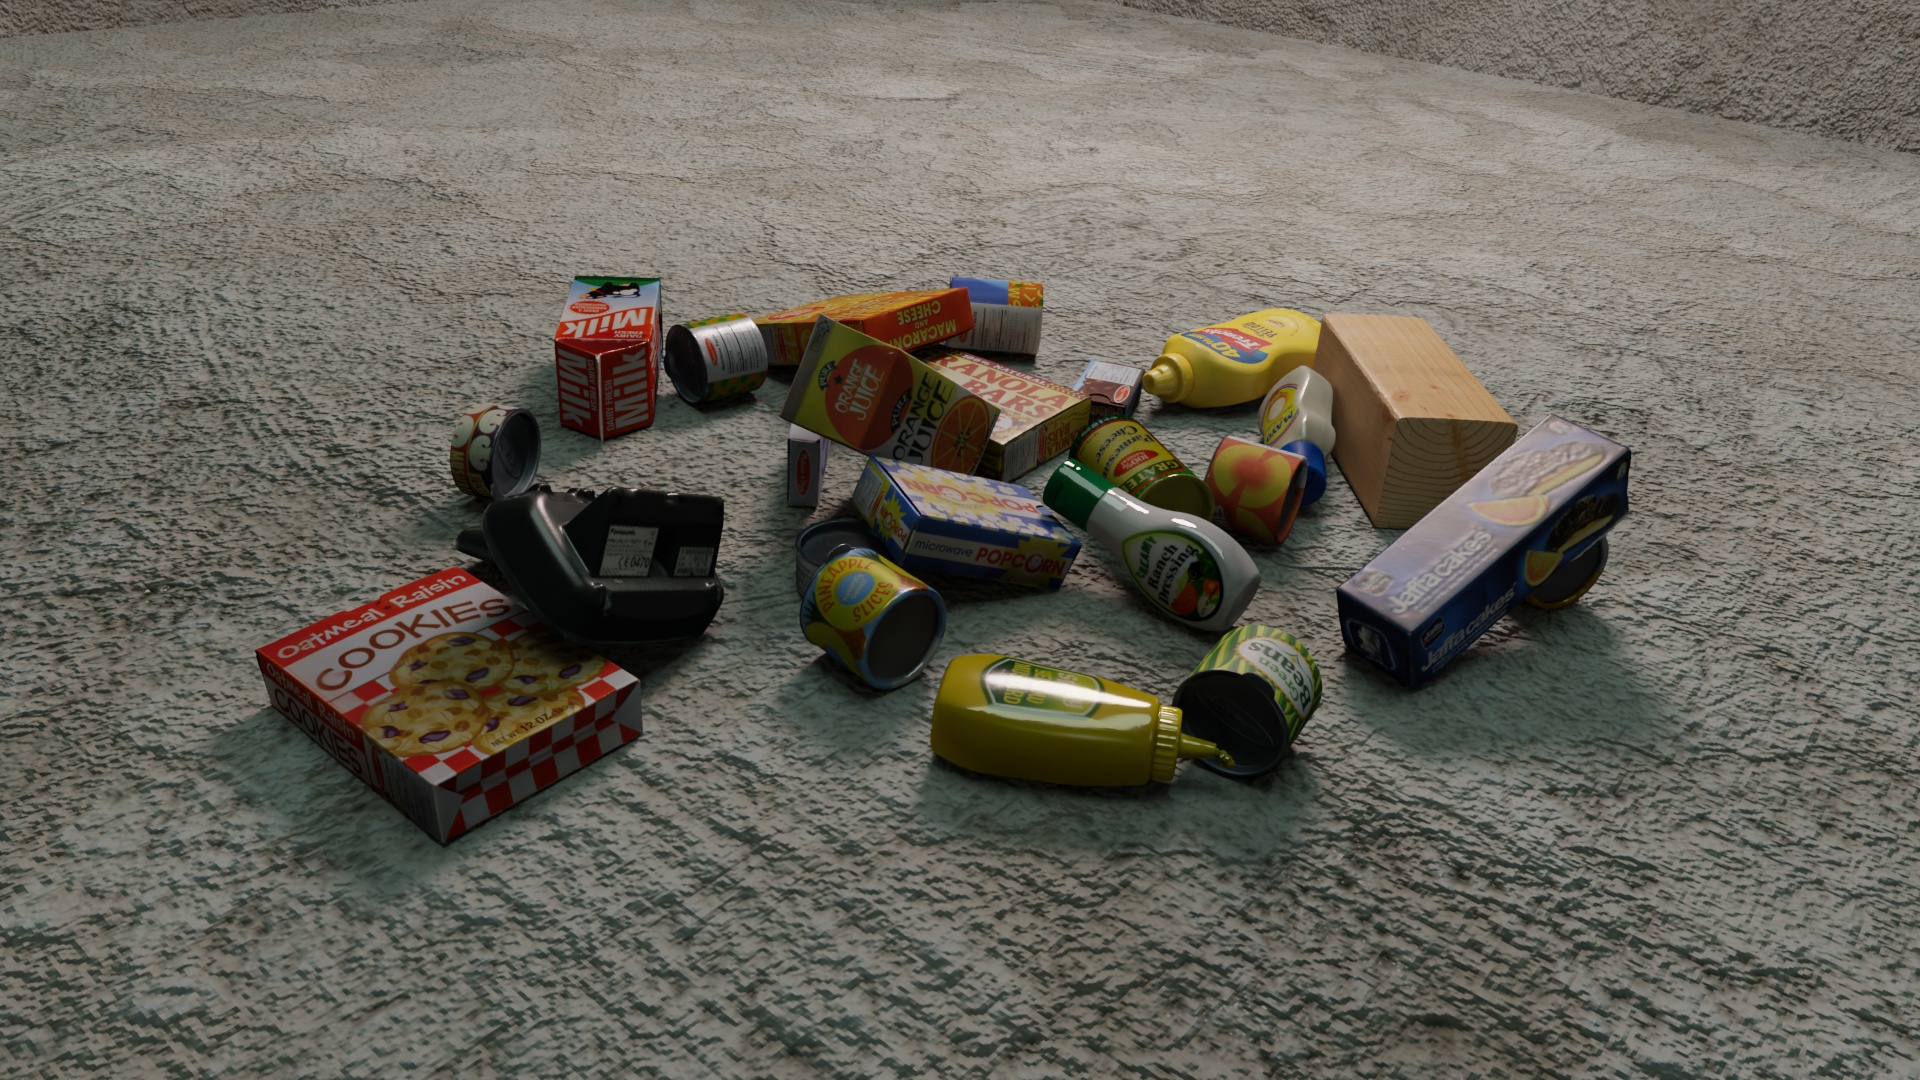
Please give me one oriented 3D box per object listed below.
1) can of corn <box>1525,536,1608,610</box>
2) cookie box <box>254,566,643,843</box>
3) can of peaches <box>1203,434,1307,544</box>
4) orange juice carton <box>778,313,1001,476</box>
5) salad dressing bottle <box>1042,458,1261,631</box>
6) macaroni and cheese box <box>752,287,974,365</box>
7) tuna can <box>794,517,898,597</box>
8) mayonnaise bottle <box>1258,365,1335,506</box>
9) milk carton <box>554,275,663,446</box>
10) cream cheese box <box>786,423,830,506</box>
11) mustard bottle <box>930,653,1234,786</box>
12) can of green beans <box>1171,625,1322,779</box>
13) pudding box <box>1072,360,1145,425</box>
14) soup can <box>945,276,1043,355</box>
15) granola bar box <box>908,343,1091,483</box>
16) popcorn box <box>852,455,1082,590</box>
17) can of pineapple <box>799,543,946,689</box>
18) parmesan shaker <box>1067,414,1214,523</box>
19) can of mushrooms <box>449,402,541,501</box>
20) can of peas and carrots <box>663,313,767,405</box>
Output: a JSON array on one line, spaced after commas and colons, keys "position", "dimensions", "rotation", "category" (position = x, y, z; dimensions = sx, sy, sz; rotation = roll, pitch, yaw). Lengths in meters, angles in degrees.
[{"position": [0.387, 0.006, 0.933], "dimensions": [0.071, 0.070, 0.058], "rotation": [-7, 32, -19], "category": "can of corn"}, {"position": [-0.273, 0.079, 0.744], "dimensions": [0.167, 0.040, 0.123], "rotation": [25, 35, 32], "category": "cookie box"}, {"position": [0.206, -0.033, 0.980], "dimensions": [0.058, 0.071, 0.071], "rotation": [18, 32, 22], "category": "can of peaches"}, {"position": [-0.055, -0.092, 0.950], "dimensions": [0.073, 0.072, 0.192], "rotation": [23, 1, 30], "category": "orange juice carton"}, {"position": [0.120, 0.000, 0.891], "dimensions": [0.148, 0.064, 0.044], "rotation": [35, 32, 24], "category": "salad dressing bottle"}, {"position": [-0.090, -0.180, 1.175], "dimensions": [0.166, 0.040, 0.124], "rotation": [7, 24, 44], "category": "macaroni and cheese box"}, {"position": [-0.071, 0.015, 0.891], "dimensions": [0.071, 0.032, 0.071], "rotation": [3, 30, -2], "category": "tuna can"}, {"position": [0.259, -0.078, 1.068], "dimensions": [0.041, 0.064, 0.149], "rotation": [34, 31, -10], "category": "mayonnaise bottle"}, {"position": [-0.279, -0.147, 1.108], "dimensions": [0.073, 0.072, 0.191], "rotation": [0, 30, -8], "category": "milk carton"}, {"position": [-0.110, -0.072, 1.016], "dimensions": [0.024, 0.053, 0.104], "rotation": [5, 29, -2], "category": "cream cheese box"}, {"position": [0.067, 0.100, 0.742], "dimensions": [0.160, 0.048, 0.065], "rotation": [8, 31, 8], "category": "mustard bottle"}, {"position": [0.157, 0.087, 0.759], "dimensions": [0.071, 0.071, 0.058], "rotation": [20, 33, 25], "category": "can of green beans"}, {"position": [0.120, -0.120, 1.153], "dimensions": [0.050, 0.030, 0.084], "rotation": [13, 31, 13], "category": "pudding box"}, {"position": [0.030, -0.203, 1.251], "dimensions": [0.084, 0.071, 0.072], "rotation": [3, 29, -2], "category": "soup can"}, {"position": [0.002, -0.106, 1.104], "dimensions": [0.166, 0.038, 0.125], "rotation": [23, 35, 30], "category": "granola bar box"}, {"position": [0.003, -0.011, 0.902], "dimensions": [0.127, 0.038, 0.085], "rotation": [10, 23, -32], "category": "popcorn box"}, {"position": [-0.051, 0.044, 0.806], "dimensions": [0.071, 0.070, 0.058], "rotation": [-22, 39, -38], "category": "can of pineapple"}, {"position": [0.122, -0.038, 0.976], "dimensions": [0.071, 0.071, 0.103], "rotation": [-7, 31, -19], "category": "parmesan shaker"}, {"position": [-0.321, -0.059, 0.957], "dimensions": [0.033, 0.070, 0.071], "rotation": [10, 30, 10], "category": "can of mushrooms"}, {"position": [-0.199, -0.148, 1.128], "dimensions": [0.059, 0.070, 0.071], "rotation": [-19, 37, -35], "category": "can of peas and carrots"}]
